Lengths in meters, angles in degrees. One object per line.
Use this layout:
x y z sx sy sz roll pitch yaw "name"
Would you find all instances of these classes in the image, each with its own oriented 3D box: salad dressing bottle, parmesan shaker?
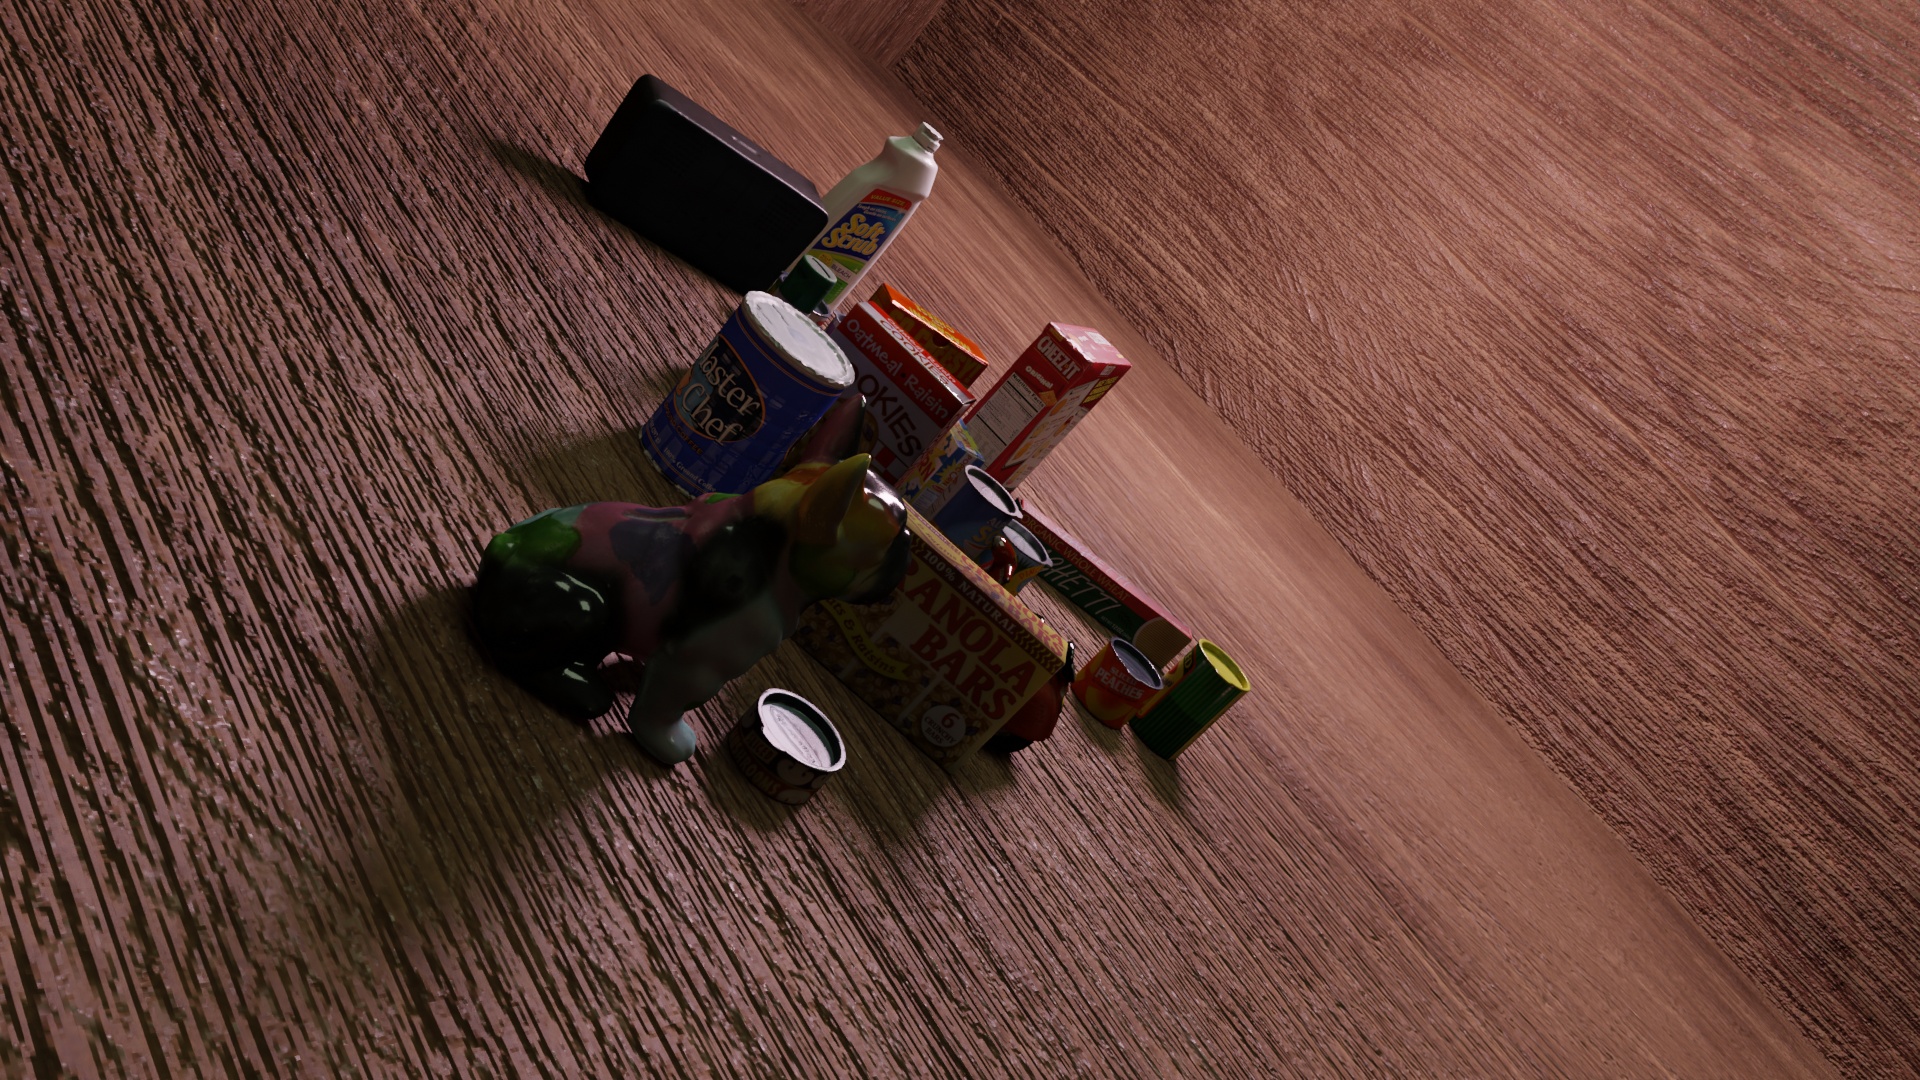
-0.167 -0.184 1.219 0.064 0.147 0.044 51 20 24 "salad dressing bottle"
0.216 0.153 1.322 0.071 0.103 0.071 38 19 -15 "parmesan shaker"

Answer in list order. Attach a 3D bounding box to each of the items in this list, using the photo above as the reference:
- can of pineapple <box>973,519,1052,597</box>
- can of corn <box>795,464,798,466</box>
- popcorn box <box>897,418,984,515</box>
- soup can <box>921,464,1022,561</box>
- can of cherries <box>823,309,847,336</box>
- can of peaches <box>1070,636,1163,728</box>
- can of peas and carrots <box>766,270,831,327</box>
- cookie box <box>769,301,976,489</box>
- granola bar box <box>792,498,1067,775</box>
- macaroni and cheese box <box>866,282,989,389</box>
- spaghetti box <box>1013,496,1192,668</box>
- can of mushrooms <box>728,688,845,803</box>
0.043 0.020 1.338 0.071 0.057 0.071 38 19 -15 "can of pineapple"
-0.119 -0.018 1.093 0.071 0.058 0.071 38 19 -15 "can of corn"
-0.033 -0.091 1.383 0.038 0.085 0.127 29 23 -37 "popcorn box"
0.005 -0.016 1.298 0.071 0.083 0.071 38 19 -15 "soup can"
-0.125 -0.201 1.479 0.071 0.058 0.072 38 19 -15 "can of cherries"
0.145 0.133 1.293 0.071 0.058 0.071 38 19 -15 "can of peaches"
-0.180 -0.236 1.445 0.071 0.058 0.071 38 19 -15 "can of peas and carrots"
-0.088 -0.098 1.159 0.123 0.167 0.040 44 18 4 "cookie box"
-0.025 0.068 0.990 0.165 0.124 0.039 41 18 -4 "granola bar box"
-0.073 -0.136 1.274 0.123 0.166 0.040 29 23 -36 "macaroni and cheese box"
0.141 0.047 1.486 0.250 0.050 0.029 37 19 -16 "spaghetti box"
-0.107 0.125 0.843 0.071 0.033 0.071 37 19 -15 "can of mushrooms"
